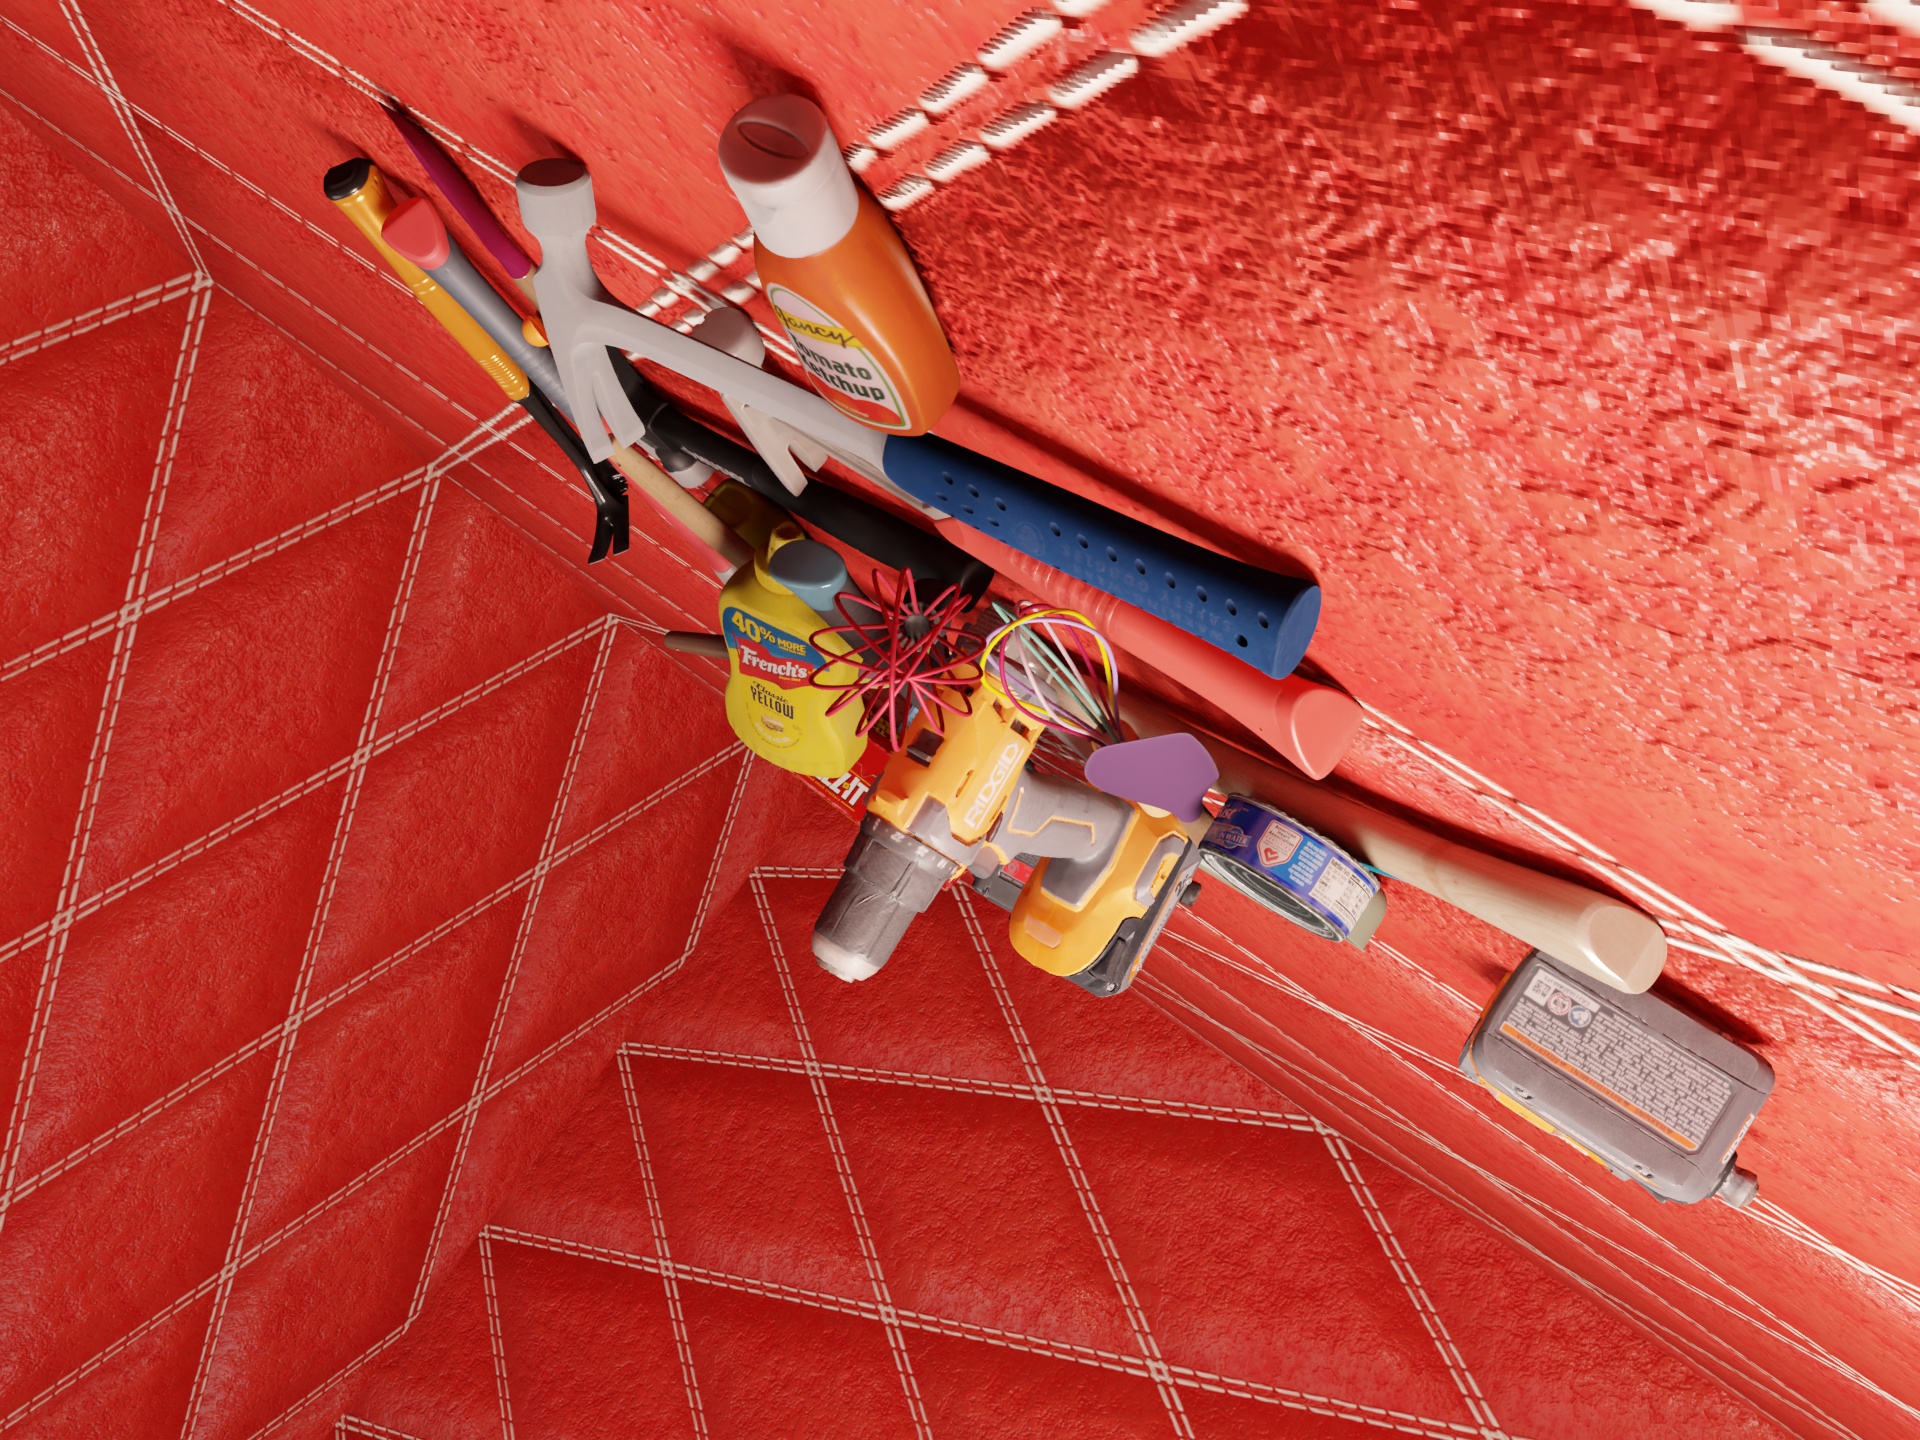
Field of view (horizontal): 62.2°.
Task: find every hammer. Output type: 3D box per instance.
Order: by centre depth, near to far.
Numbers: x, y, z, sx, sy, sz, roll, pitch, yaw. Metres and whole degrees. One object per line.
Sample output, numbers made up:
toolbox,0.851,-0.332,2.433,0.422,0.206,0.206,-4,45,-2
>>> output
hammer,-0.036,-0.114,0.679,0.406,0.035,0.144,29,141,26
hammer,0.026,-0.077,0.753,0.359,0.037,0.149,34,172,24
hammer,0.170,0.042,0.825,0.411,0.038,0.146,28,170,47
hammer,-0.107,-0.142,0.950,0.335,0.035,0.146,31,171,36
hammer,-0.002,-0.003,0.965,0.128,0.033,0.330,5,152,40
hammer,-0.324,-0.249,1.106,0.336,0.034,0.127,56,-160,-54
hammer,-0.258,-0.214,1.115,0.385,0.038,0.143,49,-176,-44

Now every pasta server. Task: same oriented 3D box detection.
pasta server,-0.083,-0.045,1.062,0.316,0.040,0.060,9,157,37

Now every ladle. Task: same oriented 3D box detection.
ladle,-0.122,-0.106,1.053,0.078,0.062,0.319,24,169,39

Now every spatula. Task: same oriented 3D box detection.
spatula,0.124,0.054,0.847,0.060,0.018,0.315,-11,160,16

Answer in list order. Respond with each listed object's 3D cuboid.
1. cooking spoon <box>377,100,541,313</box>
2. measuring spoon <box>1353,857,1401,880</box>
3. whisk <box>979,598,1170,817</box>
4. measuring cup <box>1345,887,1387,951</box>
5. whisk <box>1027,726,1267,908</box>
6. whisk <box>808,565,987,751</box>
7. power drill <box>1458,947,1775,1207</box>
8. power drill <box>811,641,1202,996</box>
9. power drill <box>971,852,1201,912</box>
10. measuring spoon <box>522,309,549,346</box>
cooking spoon,-0.254,-0.259,0.964,0.069,0.017,0.318,50,178,25
measuring spoon,0.211,0.079,0.852,0.129,0.042,0.021,17,121,52
whisk,0.063,0.002,0.760,0.051,0.047,0.244,30,173,29
measuring cup,0.211,0.094,0.968,0.083,0.038,0.167,35,-178,-2
whisk,0.136,0.069,1.106,0.246,0.059,0.058,31,-152,12
whisk,-0.021,-0.039,0.710,0.073,0.073,0.296,37,-171,-4
power drill,0.339,0.191,0.810,0.164,0.084,0.226,33,176,23
power drill,0.026,0.082,0.879,0.084,0.185,0.226,26,173,43
power drill,0.102,0.109,1.198,0.143,0.078,0.219,27,-172,16
measuring spoon,-0.264,-0.246,0.998,0.021,0.011,0.117,56,-178,-20
